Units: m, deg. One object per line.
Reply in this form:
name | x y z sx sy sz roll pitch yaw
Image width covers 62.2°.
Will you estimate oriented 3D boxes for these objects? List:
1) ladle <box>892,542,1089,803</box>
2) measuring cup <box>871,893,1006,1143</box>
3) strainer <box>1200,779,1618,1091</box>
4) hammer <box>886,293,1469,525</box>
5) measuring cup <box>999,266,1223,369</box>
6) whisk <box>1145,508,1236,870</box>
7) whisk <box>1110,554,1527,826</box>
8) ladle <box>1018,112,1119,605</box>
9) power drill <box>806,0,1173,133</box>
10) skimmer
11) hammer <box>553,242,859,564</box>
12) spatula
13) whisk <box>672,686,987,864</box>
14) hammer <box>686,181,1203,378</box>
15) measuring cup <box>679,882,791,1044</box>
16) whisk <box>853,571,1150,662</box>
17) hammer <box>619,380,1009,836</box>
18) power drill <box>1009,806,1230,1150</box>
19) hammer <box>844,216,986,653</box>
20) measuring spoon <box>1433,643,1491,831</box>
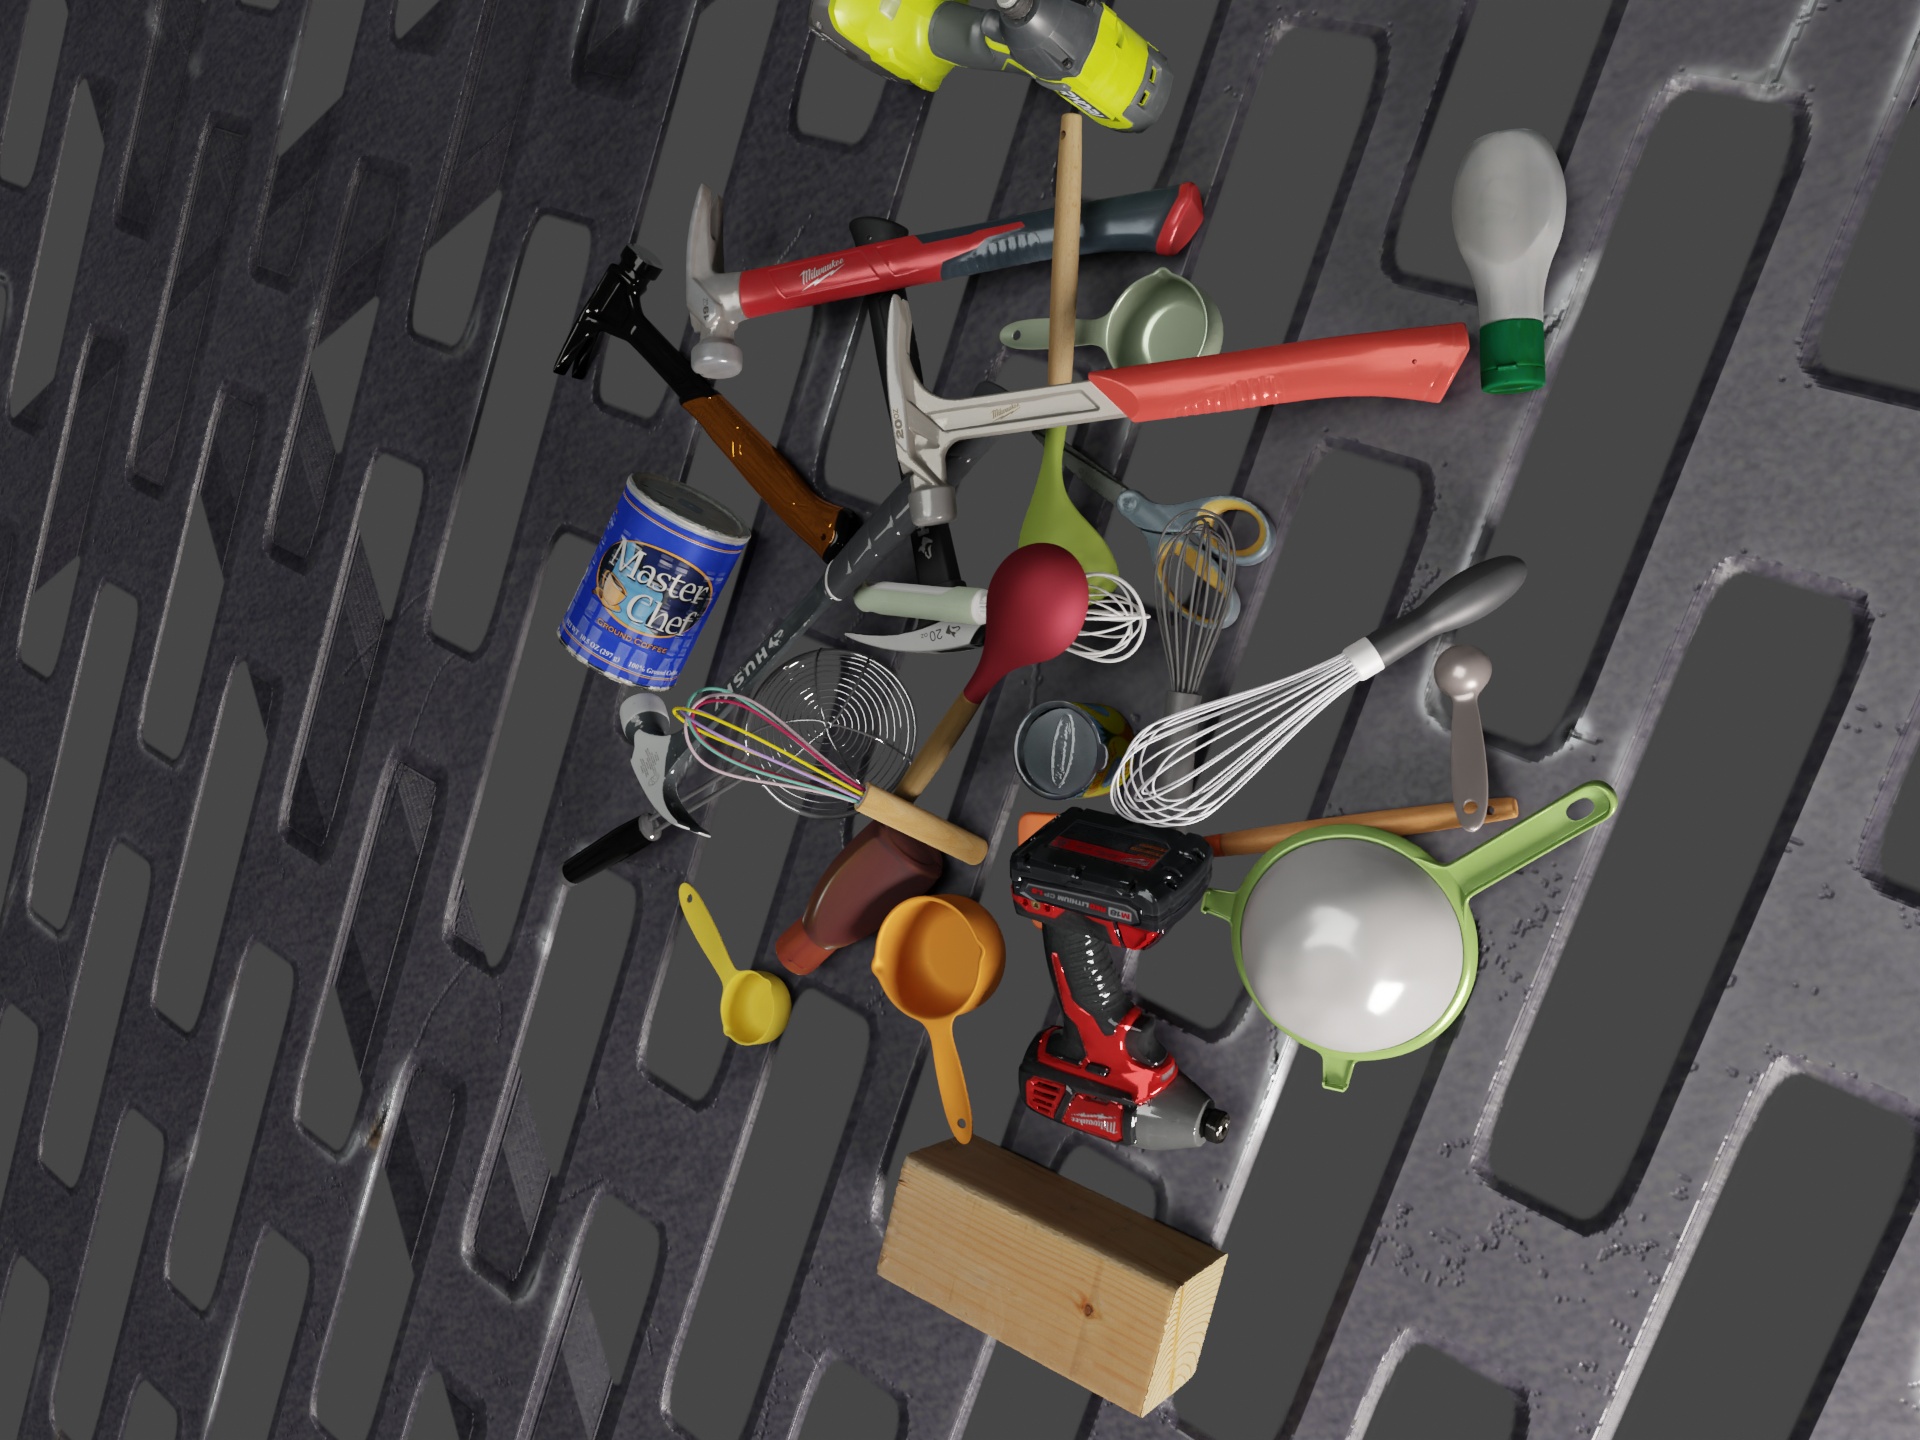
ladle | -0.002 -0.003 1.076 0.069 0.031 0.315 49 137 15
measuring cup | -0.003 0.208 1.127 0.095 0.052 0.174 -15 84 30
strainer | 0.269 0.114 0.938 0.256 0.069 0.151 -37 83 26
hammer | 0.130 -0.218 1.000 0.359 0.036 0.149 -6 93 14
measuring cup | 0.102 -0.261 1.082 0.168 0.038 0.083 9 96 38
whisk | 0.140 -0.016 1.019 0.055 0.055 0.239 8 92 31
whisk | 0.215 -0.021 0.960 0.284 0.070 0.070 -32 73 5
ladle | 0.076 -0.235 1.059 0.078 0.062 0.320 13 103 56
power drill | 0.012 -0.465 1.061 0.223 0.171 0.080 28 103 32
skimmer | -0.187 0.059 1.252 0.363 0.090 0.127 -29 79 38
hammer | -0.197 -0.233 1.259 0.337 0.034 0.127 47 111 23
spatula | 0.189 0.078 1.019 0.322 0.041 0.081 -11 83 29
whisk | -0.088 0.042 1.105 0.047 0.244 0.051 -47 24 41
hammer | -0.022 -0.342 1.123 0.386 0.038 0.143 -5 82 22
measuring cup | -0.180 0.188 1.254 0.062 0.029 0.157 -50 55 21
whisk | 0.021 -0.077 1.071 0.246 0.058 0.059 9 110 38
hammer | -0.100 -0.083 1.125 0.409 0.036 0.149 -44 45 20
power drill | 0.104 0.176 1.017 0.143 0.078 0.219 12 120 32
hammer | -0.040 -0.210 1.165 0.146 0.035 0.335 -15 82 29
measuring spoon | 0.297 0.007 0.939 0.034 0.018 0.124 -11 58 28
